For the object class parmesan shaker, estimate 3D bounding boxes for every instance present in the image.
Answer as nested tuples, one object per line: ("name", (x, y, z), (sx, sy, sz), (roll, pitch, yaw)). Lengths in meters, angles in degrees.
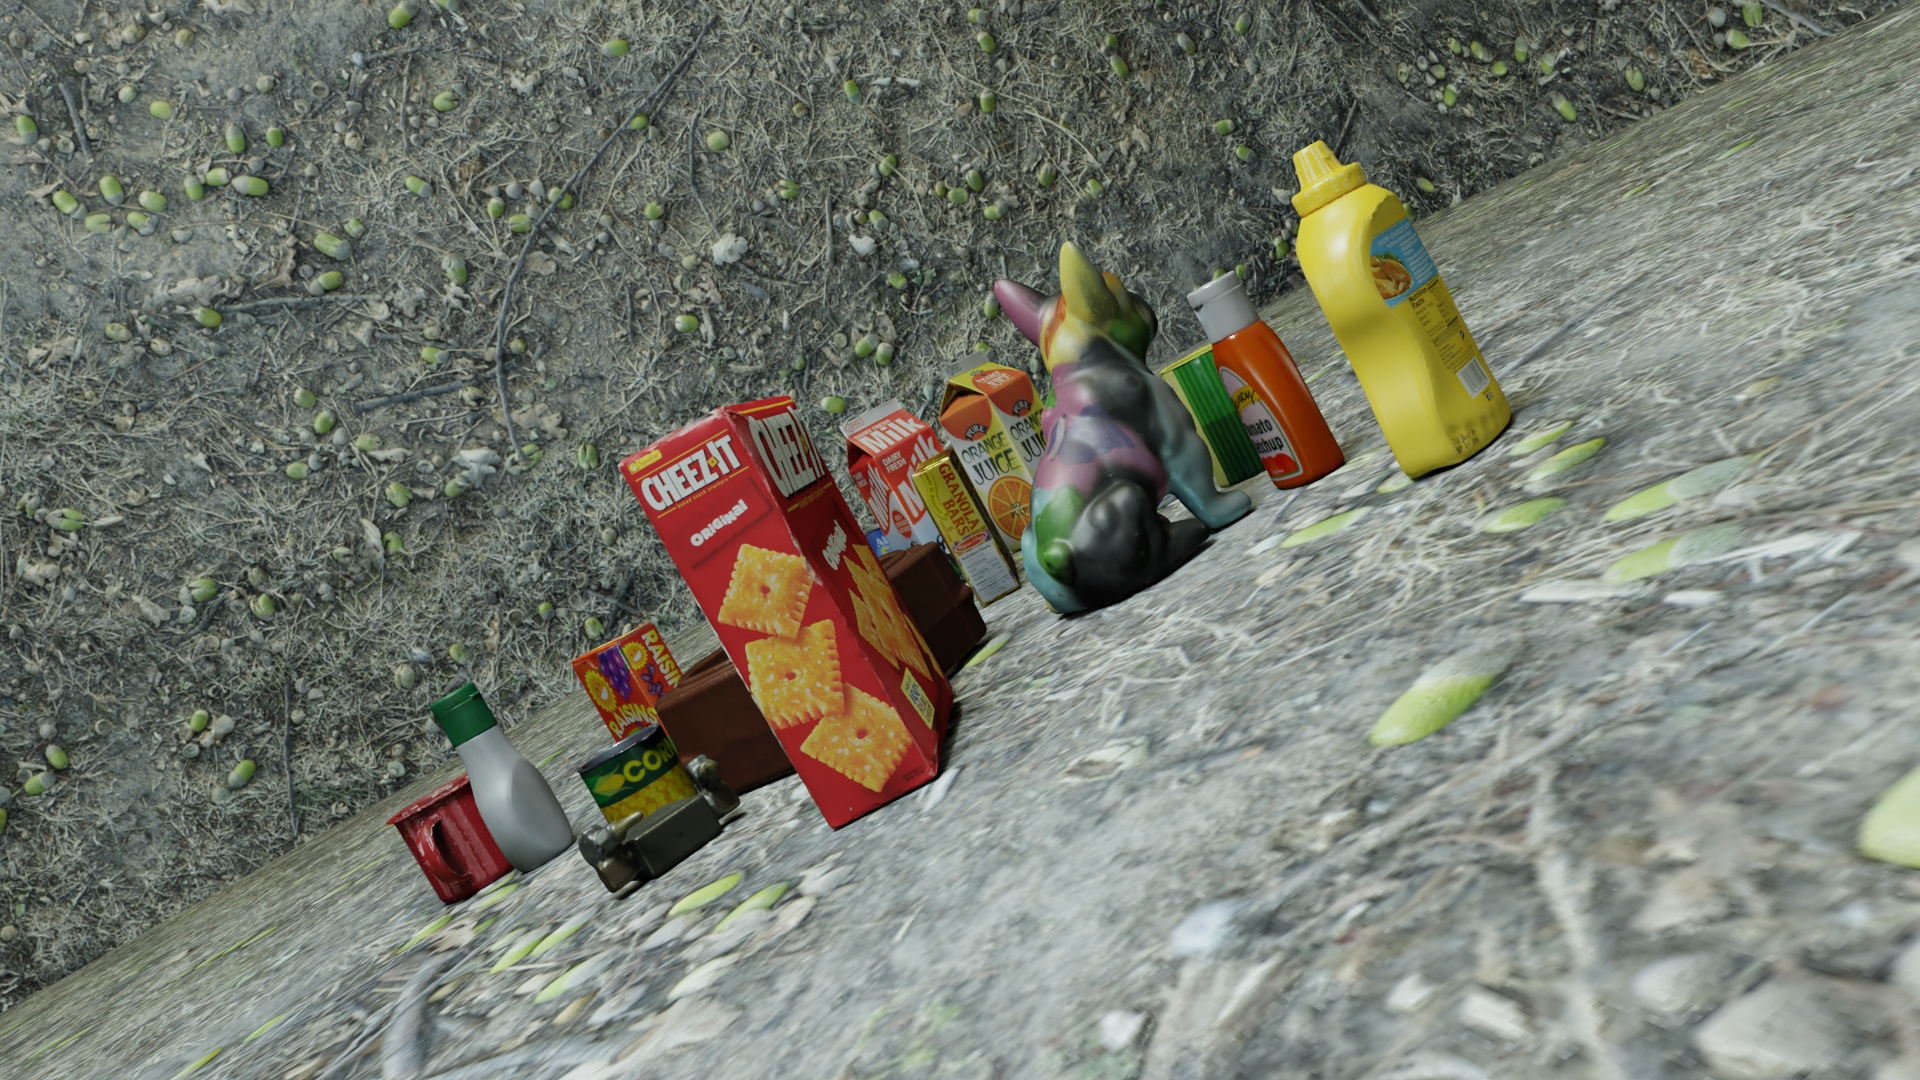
("parmesan shaker", (0.210, -0.102, 1.092), (0.071, 0.103, 0.071), (-28, 5, 3))

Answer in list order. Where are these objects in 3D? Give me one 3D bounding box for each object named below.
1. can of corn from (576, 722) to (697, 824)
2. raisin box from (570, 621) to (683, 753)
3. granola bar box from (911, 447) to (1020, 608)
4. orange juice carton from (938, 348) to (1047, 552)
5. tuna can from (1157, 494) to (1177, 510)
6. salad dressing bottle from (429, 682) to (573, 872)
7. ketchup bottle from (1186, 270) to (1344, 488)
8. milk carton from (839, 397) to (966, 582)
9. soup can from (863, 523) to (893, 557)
("can of corn", (-0.228, 0.171, 0.991), (0.071, 0.058, 0.071), (-28, 5, 3))
("raisin box", (-0.246, 0.133, 1.093), (0.040, 0.123, 0.086), (-33, 7, -42))
("granola bar box", (0.004, -0.015, 1.207), (0.039, 0.124, 0.166), (-28, 5, 4))
("orange juice carton", (0.047, -0.094, 1.357), (0.073, 0.192, 0.072), (-24, 7, 44))
("tuna can", (0.154, -0.041, 1.180), (0.071, 0.033, 0.071), (-28, 5, 3))
("salad dressing bottle", (-0.353, 0.180, 1.064), (0.044, 0.147, 0.064), (-27, 5, 16))
("ketchup bottle", (0.203, -0.109, 0.939), (0.043, 0.148, 0.064), (-30, 5, -13))
("milk carton", (-0.045, -0.044, 1.370), (0.072, 0.190, 0.073), (-31, 5, -27))
("soup can", (-0.053, 0.014, 1.443), (0.071, 0.083, 0.071), (-28, 5, 3))
